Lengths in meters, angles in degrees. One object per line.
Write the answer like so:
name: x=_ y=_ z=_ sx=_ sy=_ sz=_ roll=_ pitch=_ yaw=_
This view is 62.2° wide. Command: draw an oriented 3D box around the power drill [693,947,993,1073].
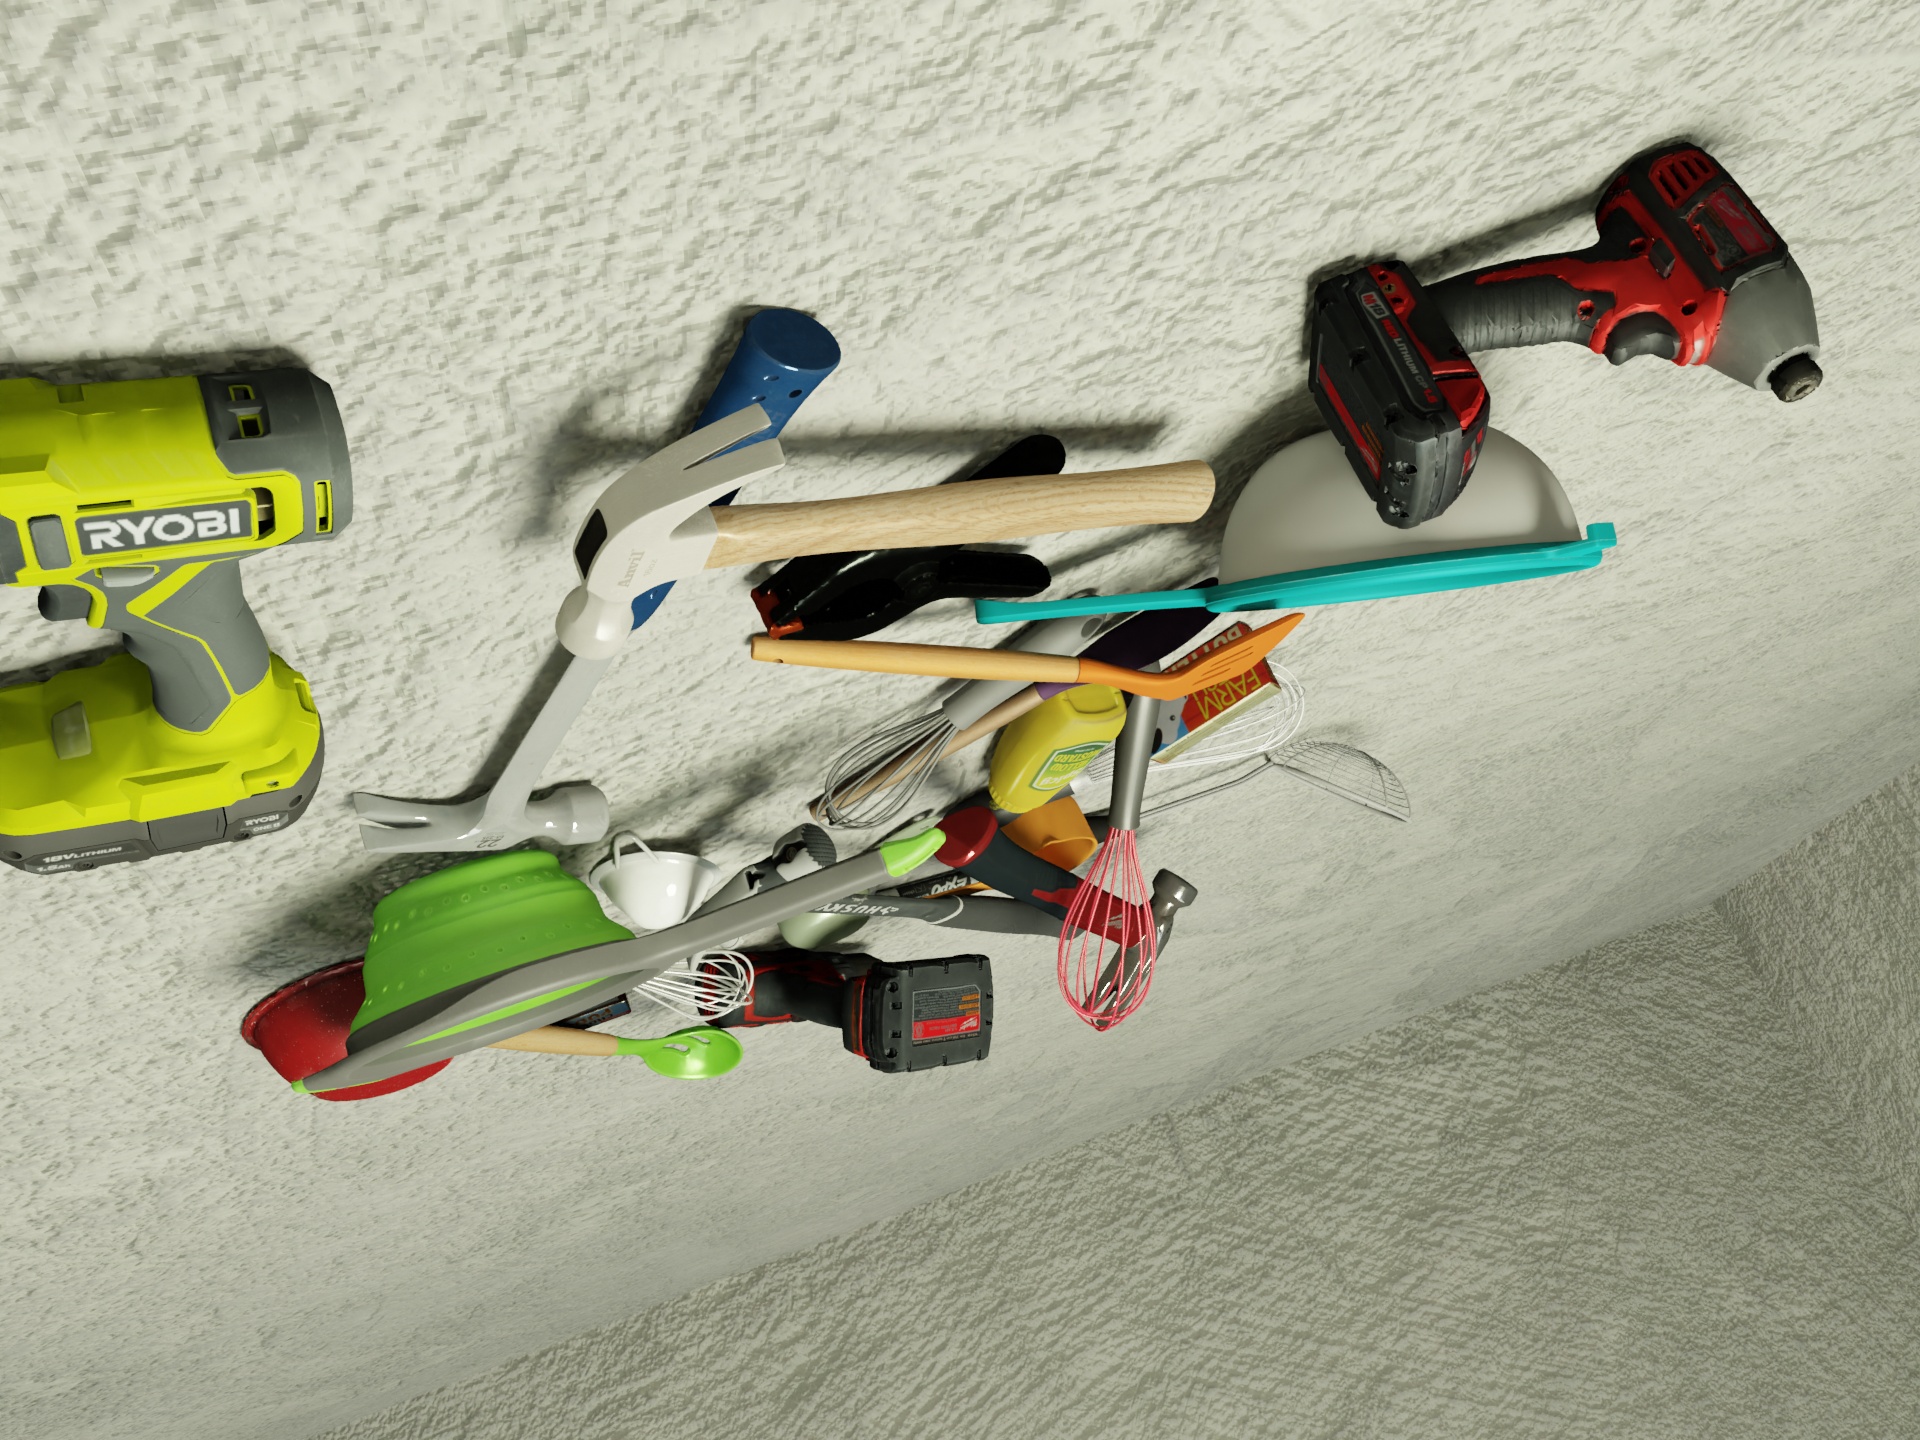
power drill: x=-0.076 y=0.218 z=1.264 sx=0.227 sy=0.080 sz=0.187 roll=-1 pitch=177 yaw=44

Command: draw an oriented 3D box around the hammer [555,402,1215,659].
hammer: x=-0.013 y=-0.095 z=0.725 sx=0.331 sy=0.031 sz=0.130 roll=-11 pitch=154 yaw=-33

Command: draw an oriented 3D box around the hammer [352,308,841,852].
hammer: x=-0.173 y=-0.042 z=0.764 sx=0.144 sy=0.035 sz=0.405 roll=-3 pitch=150 yaw=-39

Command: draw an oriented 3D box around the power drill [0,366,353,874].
power drill: x=-0.322 y=-0.035 z=0.597 sx=0.171 sy=0.080 sz=0.223 roll=-12 pitch=150 yaw=-27

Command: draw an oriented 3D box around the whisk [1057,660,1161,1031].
whisk: x=0.112 y=0.089 z=1.115 sx=0.073 sy=0.073 sz=0.295 roll=-9 pitch=116 yaw=-30

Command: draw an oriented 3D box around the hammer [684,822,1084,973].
hammer: x=-0.029 y=0.141 z=1.161 sx=0.149 sy=0.036 sz=0.408 roll=-35 pitch=153 yaw=27

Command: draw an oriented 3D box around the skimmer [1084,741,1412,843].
skimmer: x=0.198 y=0.096 z=1.331 sx=0.363 sy=0.090 sz=0.127 roll=-17 pitch=-173 yaw=-9

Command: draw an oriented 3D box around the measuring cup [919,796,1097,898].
measuring cup: x=0.017 y=0.103 z=1.230 sx=0.173 sy=0.052 sz=0.095 roll=-17 pitch=156 yaw=-10

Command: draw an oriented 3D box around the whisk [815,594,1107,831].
whisk: x=-0.001 y=-0.002 z=0.996 sx=0.239 sy=0.055 sz=0.055 roll=-38 pitch=153 yaw=20

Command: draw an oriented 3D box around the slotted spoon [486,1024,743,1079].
slotted spoon: x=-0.267 y=0.230 z=1.140 sx=0.070 sy=0.031 sz=0.313 roll=-34 pitch=152 yaw=19

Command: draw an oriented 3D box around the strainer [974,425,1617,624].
strainer: x=0.173 y=-0.111 z=0.884 sx=0.340 sy=0.095 sz=0.211 roll=-5 pitch=-179 yaw=10

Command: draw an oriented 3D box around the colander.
colander: x=-0.206 y=0.107 z=0.942 sx=0.397 sy=0.094 sz=0.204 roll=-21 pitch=170 yaw=3

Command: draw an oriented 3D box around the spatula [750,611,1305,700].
spatula: x=0.041 y=-0.039 z=0.905 sx=0.322 sy=0.041 sz=0.081 roll=3 pitch=156 yaw=-17

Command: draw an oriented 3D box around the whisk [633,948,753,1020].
whisk: x=-0.244 y=0.175 z=1.119 sx=0.246 sy=0.058 sz=0.059 roll=19 pitch=103 yaw=-42

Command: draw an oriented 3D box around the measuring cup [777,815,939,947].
measuring cup: x=-0.072 y=0.125 z=1.205 sx=0.167 sy=0.038 sz=0.083 roll=-35 pitch=154 yaw=29

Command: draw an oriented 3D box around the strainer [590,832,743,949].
strainer: x=-0.192 y=0.135 z=1.121 sx=0.087 sy=0.050 sz=0.258 roll=-9 pitch=161 yaw=6

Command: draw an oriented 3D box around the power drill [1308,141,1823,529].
power drill: x=0.291 y=-0.182 z=0.763 sx=0.219 sy=0.143 sz=0.078 roll=-21 pitch=153 yaw=-1

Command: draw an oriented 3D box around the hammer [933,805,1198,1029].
hammer: x=0.071 y=0.145 z=1.195 sx=0.143 sy=0.038 sz=0.386 roll=-58 pitch=148 yaw=0

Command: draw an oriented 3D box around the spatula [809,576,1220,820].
spatula: x=0.030 y=-0.006 z=1.027 sx=0.316 sy=0.060 sz=0.018 roll=-28 pitch=121 yaw=21

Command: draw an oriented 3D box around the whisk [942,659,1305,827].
whisk: x=0.117 y=0.029 z=1.165 sx=0.284 sy=0.070 sz=0.070 roll=-22 pitch=157 yaw=9
